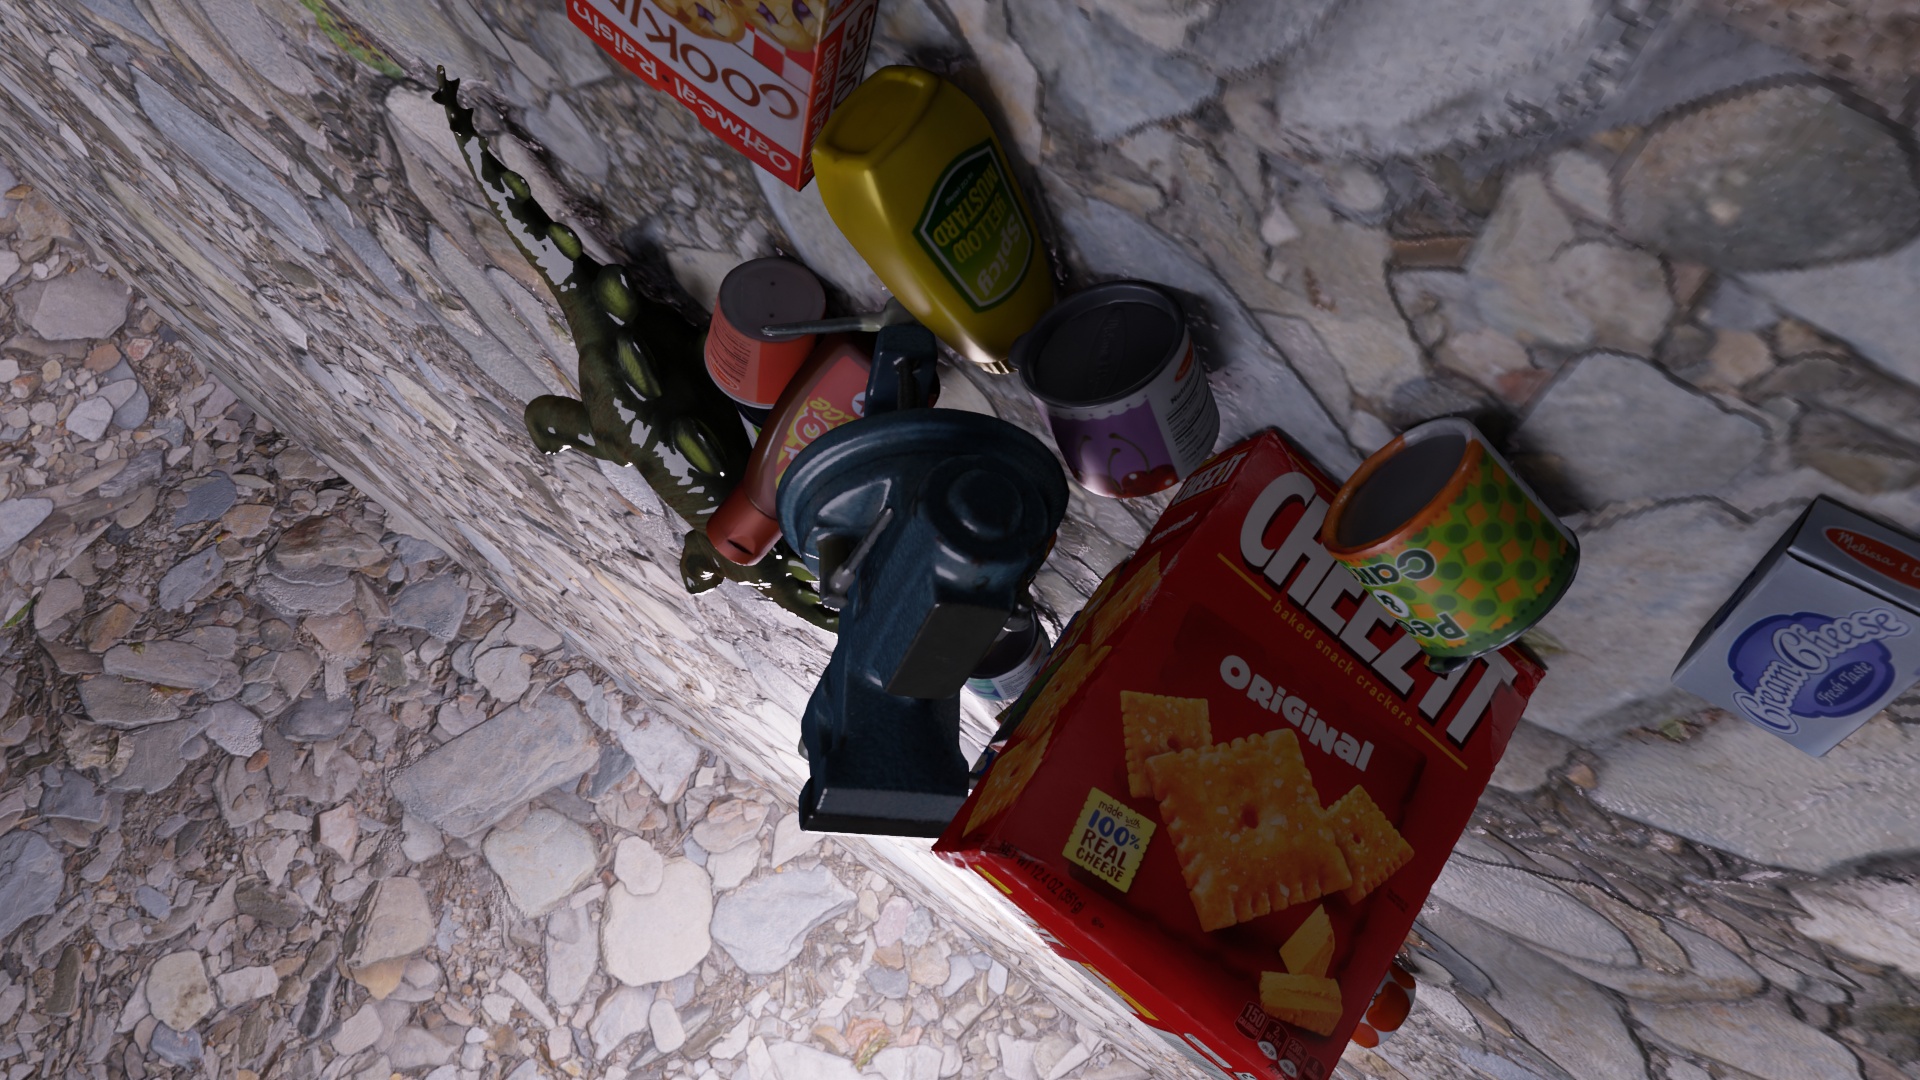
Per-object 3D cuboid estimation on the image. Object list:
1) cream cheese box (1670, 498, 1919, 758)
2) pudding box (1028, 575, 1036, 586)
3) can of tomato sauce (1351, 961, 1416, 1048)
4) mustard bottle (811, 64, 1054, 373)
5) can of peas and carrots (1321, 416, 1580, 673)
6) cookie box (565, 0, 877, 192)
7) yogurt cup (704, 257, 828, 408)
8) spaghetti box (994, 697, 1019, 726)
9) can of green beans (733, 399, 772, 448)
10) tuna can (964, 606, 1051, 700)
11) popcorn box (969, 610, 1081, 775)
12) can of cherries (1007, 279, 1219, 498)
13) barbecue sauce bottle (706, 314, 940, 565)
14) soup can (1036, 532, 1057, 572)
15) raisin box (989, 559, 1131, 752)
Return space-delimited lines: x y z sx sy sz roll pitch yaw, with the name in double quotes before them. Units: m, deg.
"cream cheese box" 0.273 0.031 0.442 0.053 0.024 0.103 31 160 21
"pudding box" 0.003 0.004 0.855 0.084 0.030 0.049 28 157 27
"can of tomato sauce" 0.283 0.323 1.025 0.083 0.071 0.071 38 161 -1
"mustard bottle" 0.003 -0.111 0.549 0.049 0.065 0.159 28 166 39
"can of peas and carrots" 0.169 0.001 0.487 0.058 0.071 0.071 44 160 -14
"cookie box" -0.091 -0.215 0.506 0.123 0.040 0.167 38 161 1
"yogurt cup" -0.100 -0.111 0.727 0.072 0.073 0.053 35 152 8
"spaghetti box" 0.103 0.149 0.825 0.250 0.050 0.028 32 156 57
"can of green beans" -0.091 -0.075 0.786 0.071 0.071 0.057 32 161 16
"tuna can" 0.023 0.069 0.911 0.071 0.071 0.032 24 157 35
"popcorn box" 0.069 0.101 0.812 0.038 0.127 0.085 42 161 -19
"can of cherries" 0.061 -0.059 0.549 0.071 0.072 0.058 22 156 39
"barbecue sauce bottle" -0.078 -0.047 0.726 0.065 0.044 0.148 32 119 -23
"soup can" 0.003 -0.010 0.774 0.083 0.071 0.071 41 161 -11
"raisin box" 0.074 0.065 0.722 0.040 0.124 0.086 38 161 -4
